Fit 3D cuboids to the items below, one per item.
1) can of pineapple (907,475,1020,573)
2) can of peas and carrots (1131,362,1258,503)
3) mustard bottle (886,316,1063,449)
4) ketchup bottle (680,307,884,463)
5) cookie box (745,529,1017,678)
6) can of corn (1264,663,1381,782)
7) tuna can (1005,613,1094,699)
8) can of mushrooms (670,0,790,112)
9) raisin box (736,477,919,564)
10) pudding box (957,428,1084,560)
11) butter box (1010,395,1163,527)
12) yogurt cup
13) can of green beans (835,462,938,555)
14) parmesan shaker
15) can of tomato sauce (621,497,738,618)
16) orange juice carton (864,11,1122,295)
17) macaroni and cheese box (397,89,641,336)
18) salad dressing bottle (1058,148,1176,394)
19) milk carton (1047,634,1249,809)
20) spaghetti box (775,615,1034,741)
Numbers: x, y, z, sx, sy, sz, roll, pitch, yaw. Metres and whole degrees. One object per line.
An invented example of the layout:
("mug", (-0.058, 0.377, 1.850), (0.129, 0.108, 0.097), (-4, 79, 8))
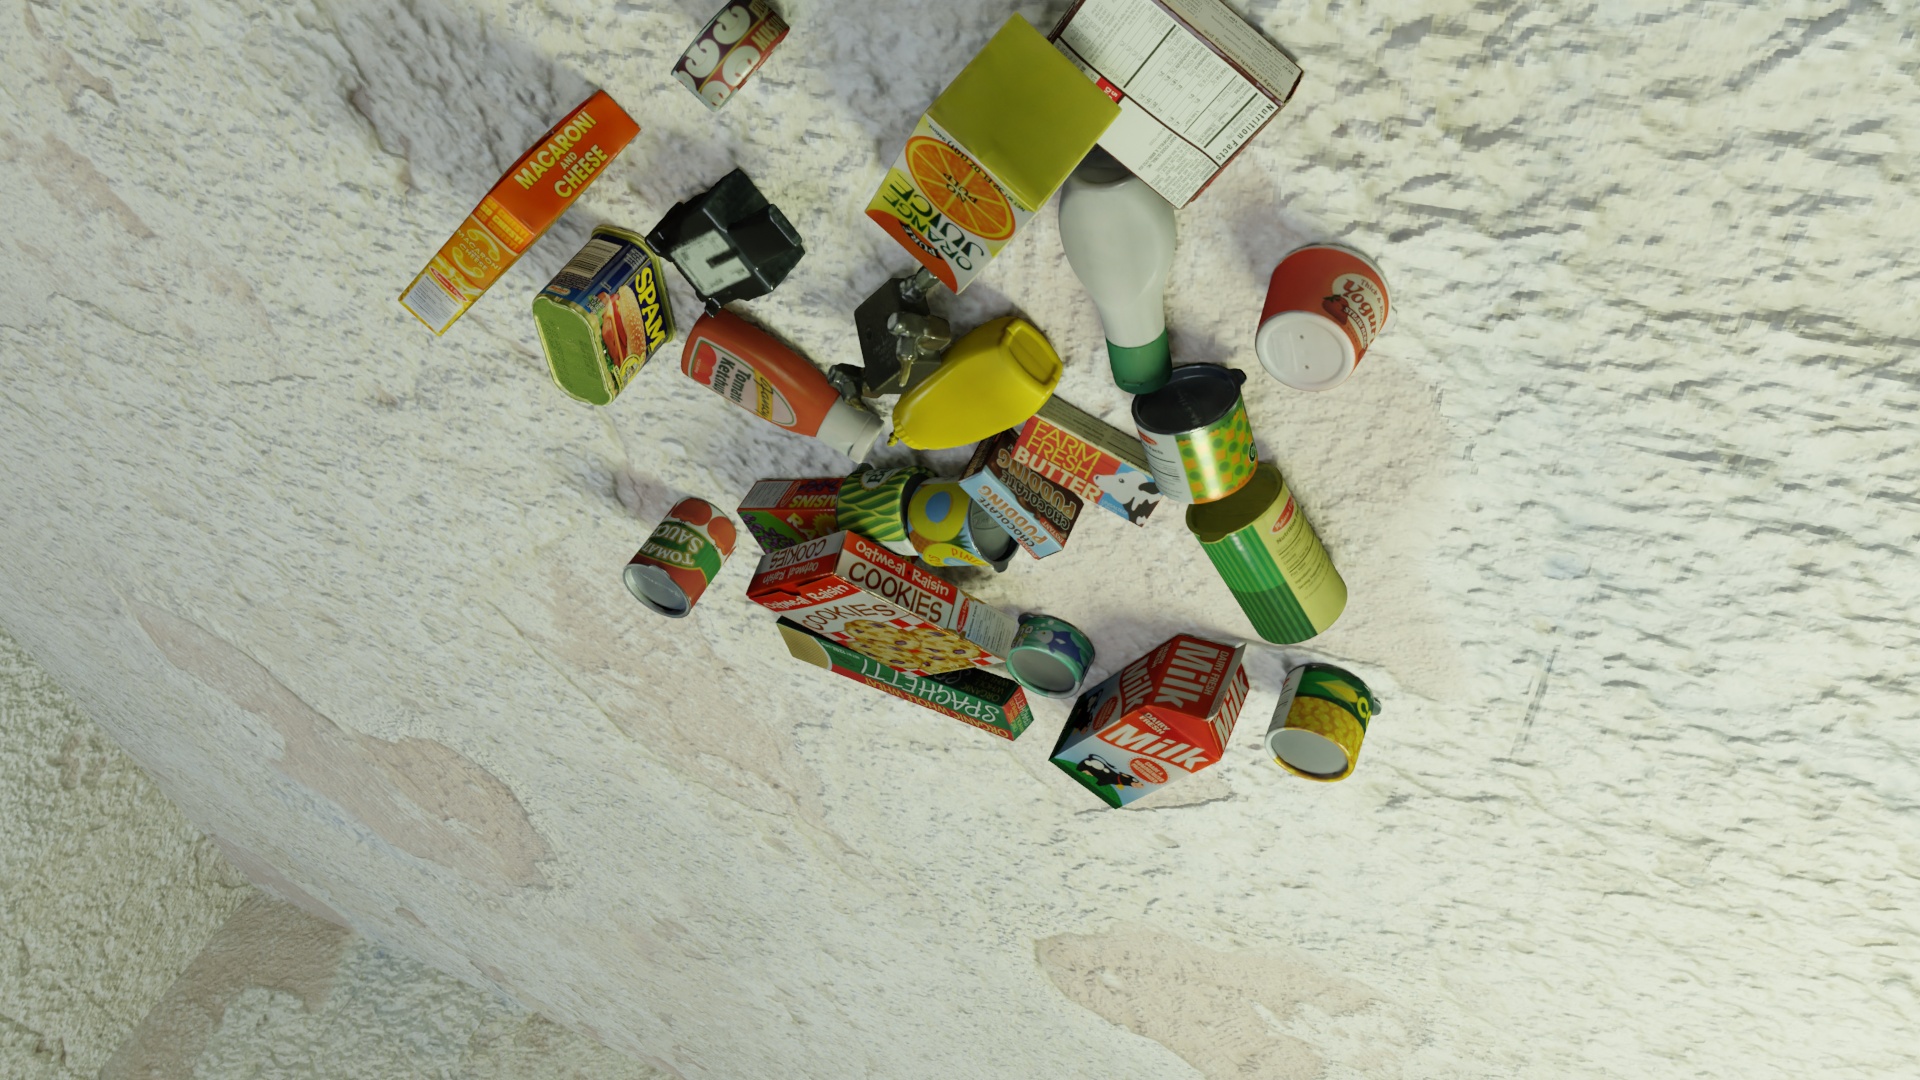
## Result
("can of pineapple", (0.004, -0.013, 0.997), (0.058, 0.071, 0.070), (-2, 133, 38))
("can of peas and carrots", (0.145, -0.066, 0.840), (0.071, 0.071, 0.058), (5, 137, 31))
("mustard bottle", (-0.003, -0.094, 0.922), (0.065, 0.049, 0.159), (46, 142, -18))
("ketchup bottle", (-0.126, -0.109, 0.997), (0.149, 0.044, 0.064), (31, 144, -1))
("cookie box", (-0.061, 0.053, 1.063), (0.167, 0.040, 0.122), (29, 153, -30))
("can of corn", (0.260, 0.133, 0.998), (0.071, 0.058, 0.070), (19, 143, 16))
("tuna can", (0.069, 0.092, 1.107), (0.071, 0.033, 0.070), (19, 143, 15))
("can of mushrooms", (-0.127, -0.277, 0.780), (0.033, 0.071, 0.070), (42, 142, -15))
("raisin box", (-0.106, -0.007, 1.107), (0.123, 0.040, 0.085), (0, 134, 36))
("pudding box", (0.042, -0.032, 0.963), (0.083, 0.050, 0.030), (45, 140, -18))
("butter box", (0.089, -0.054, 0.927), (0.103, 0.024, 0.052), (28, 143, 3))
("yogurt cup", (0.193, -0.118, 0.752), (0.072, 0.054, 0.072), (20, 142, 16))
("can of green beans", (-0.050, -0.021, 1.027), (0.058, 0.071, 0.071), (-2, 133, 36))
("parmesan shaker", (0.195, 0.012, 0.889), (0.071, 0.072, 0.102), (-9, 129, 41))
("can of tomato sauce", (-0.238, 0.013, 1.186), (0.071, 0.083, 0.070), (19, 142, 15))
("orange juice carton", (0.007, -0.194, 0.744), (0.072, 0.073, 0.192), (41, 166, -8))
("macaroni and cheese box", (-0.294, -0.215, 0.920), (0.040, 0.124, 0.166), (44, 142, -19))
("salad dressing bottle", (0.094, -0.150, 0.793), (0.064, 0.044, 0.147), (8, 140, 24))
("milk carton", (0.153, 0.136, 1.066), (0.073, 0.073, 0.189), (37, 143, -8))
("spaghetti box", (-0.052, 0.110, 1.188), (0.250, 0.029, 0.050), (17, 143, 32))
